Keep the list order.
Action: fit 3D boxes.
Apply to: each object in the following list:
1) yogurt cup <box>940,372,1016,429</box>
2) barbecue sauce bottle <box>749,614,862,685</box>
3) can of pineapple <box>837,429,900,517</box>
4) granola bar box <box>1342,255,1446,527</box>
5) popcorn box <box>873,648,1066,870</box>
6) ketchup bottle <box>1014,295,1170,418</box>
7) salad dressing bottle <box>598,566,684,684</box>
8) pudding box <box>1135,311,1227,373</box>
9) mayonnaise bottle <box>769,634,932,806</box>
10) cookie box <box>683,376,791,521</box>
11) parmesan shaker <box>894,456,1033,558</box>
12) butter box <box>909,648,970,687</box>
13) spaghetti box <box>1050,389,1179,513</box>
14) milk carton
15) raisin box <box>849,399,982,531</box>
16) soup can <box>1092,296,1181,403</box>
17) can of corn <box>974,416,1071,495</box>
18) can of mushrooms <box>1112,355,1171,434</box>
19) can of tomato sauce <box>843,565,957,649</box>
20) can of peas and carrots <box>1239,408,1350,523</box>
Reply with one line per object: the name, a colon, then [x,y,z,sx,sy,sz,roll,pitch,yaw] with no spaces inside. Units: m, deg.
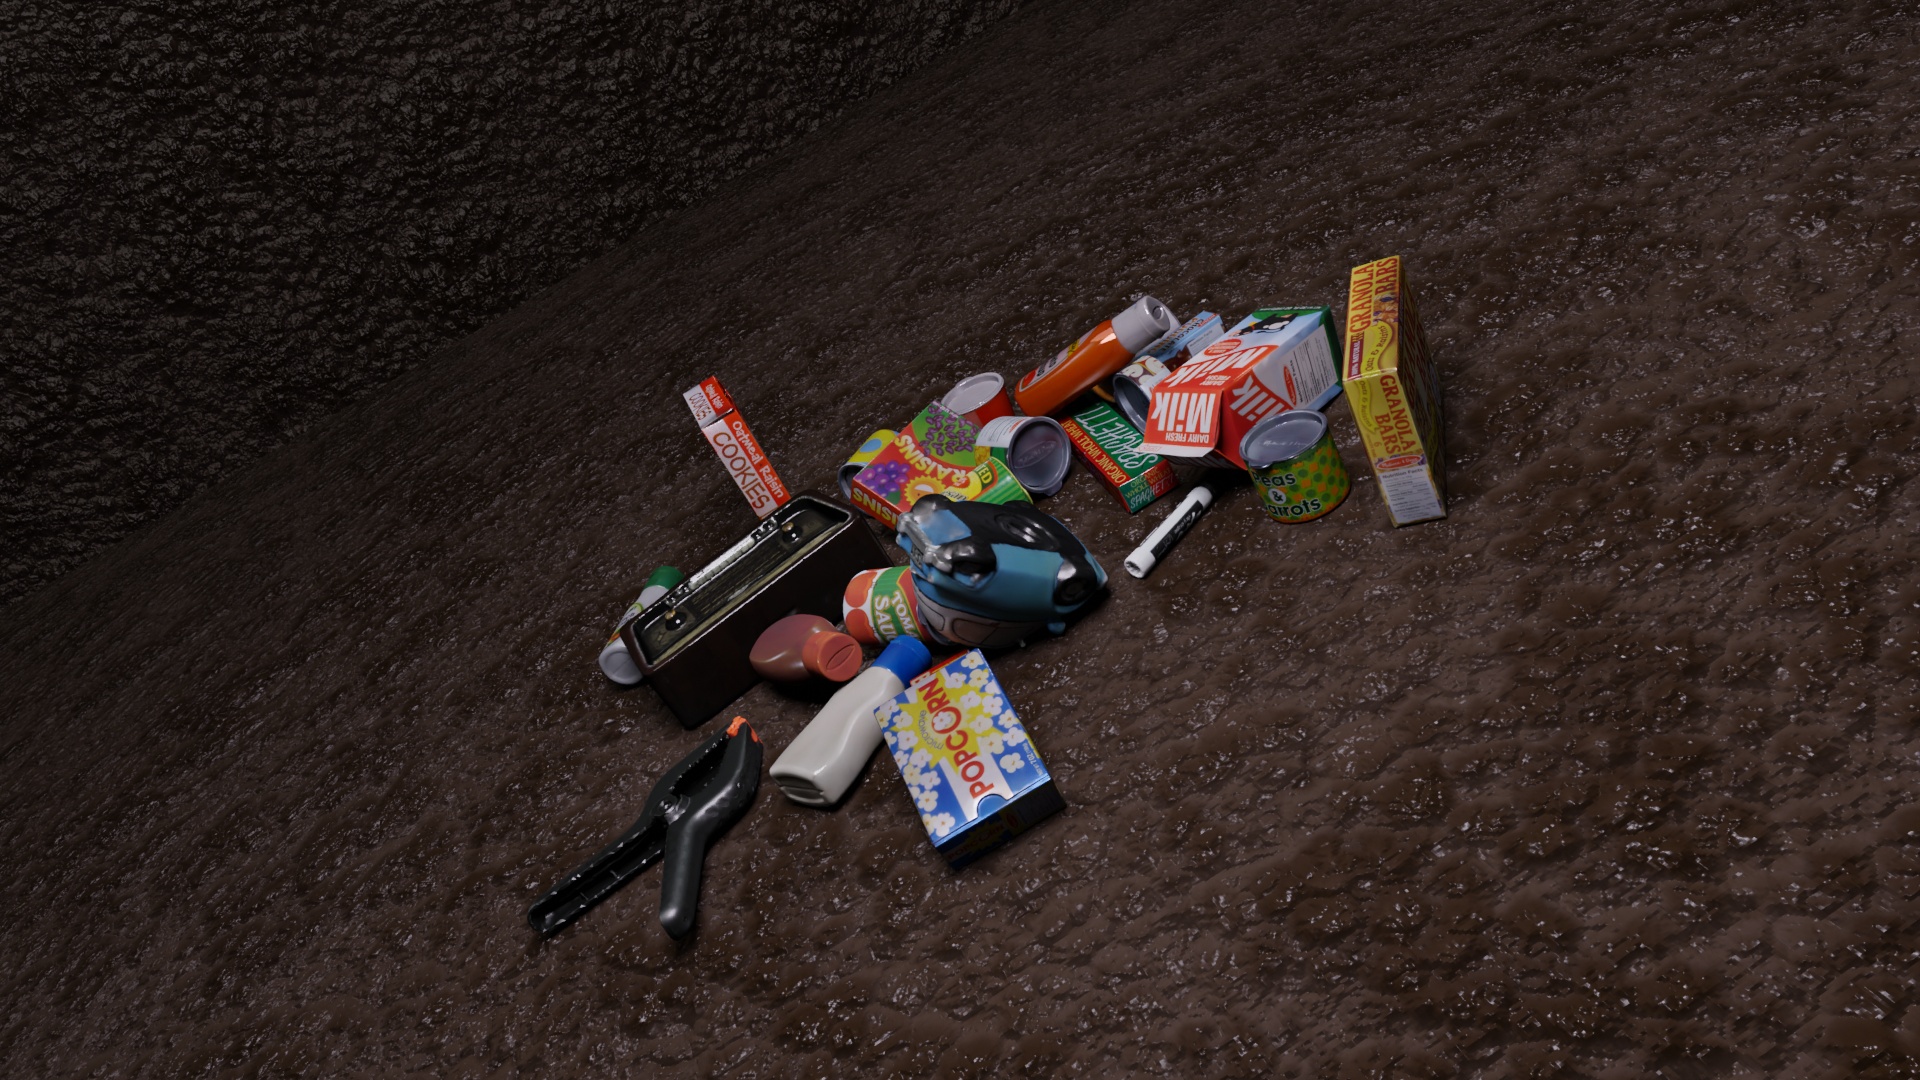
yogurt cup: [0.021,-0.122,1.350,0.072,0.053,0.073,-23,28,13]
barbecue sauce bottle: [-0.120,0.089,1.104,0.065,0.043,0.148,-41,15,-19]
can of pineapple: [-0.073,-0.064,1.329,0.071,0.070,0.058,-3,38,41]
granola bar box: [0.308,-0.108,0.981,0.039,0.123,0.166,-13,31,27]
popcorn box: [0.004,0.141,0.911,0.085,0.038,0.127,-30,44,-1]
ketchup bottle: [0.117,-0.161,1.229,0.148,0.043,0.065,-32,13,32]
salad dressing bottle: [-0.299,0.078,1.326,0.064,0.044,0.148,-42,18,25]
pudding box: [0.204,-0.164,1.252,0.084,0.049,0.030,-36,27,-12]
mayonnaise bottle: [-0.075,0.132,1.033,0.064,0.041,0.149,-4,35,46]
cookie box: [-0.203,-0.069,1.349,0.040,0.167,0.123,-32,28,-6]
parmesan shaker: [0.004,-0.015,1.172,0.103,0.071,0.071,-36,28,-11]
butter box: [0.001,0.120,0.996,0.053,0.024,0.104,-30,28,-3]
spaghetti box: [0.122,-0.091,1.231,0.050,0.028,0.251,-31,27,-1]
milk carton: [0.221,-0.114,1.101,0.191,0.073,0.072,-37,28,-32]
raisin box: [-0.029,-0.061,1.267,0.086,0.039,0.124,34,58,15]
soup can: [0.159,-0.176,1.301,0.084,0.071,0.071,-39,29,-16]
can of corn: [0.055,-0.074,1.226,0.071,0.071,0.058,-41,24,-21]
can of mushrooms: [0.164,-0.126,1.209,0.033,0.070,0.071,-35,28,-11]
can of tomato sauce: [-0.043,0.054,1.104,0.083,0.071,0.071,-7,35,38]
can of peas and carrots: [0.245,-0.053,1.019,0.071,0.058,0.071,-23,29,14]
